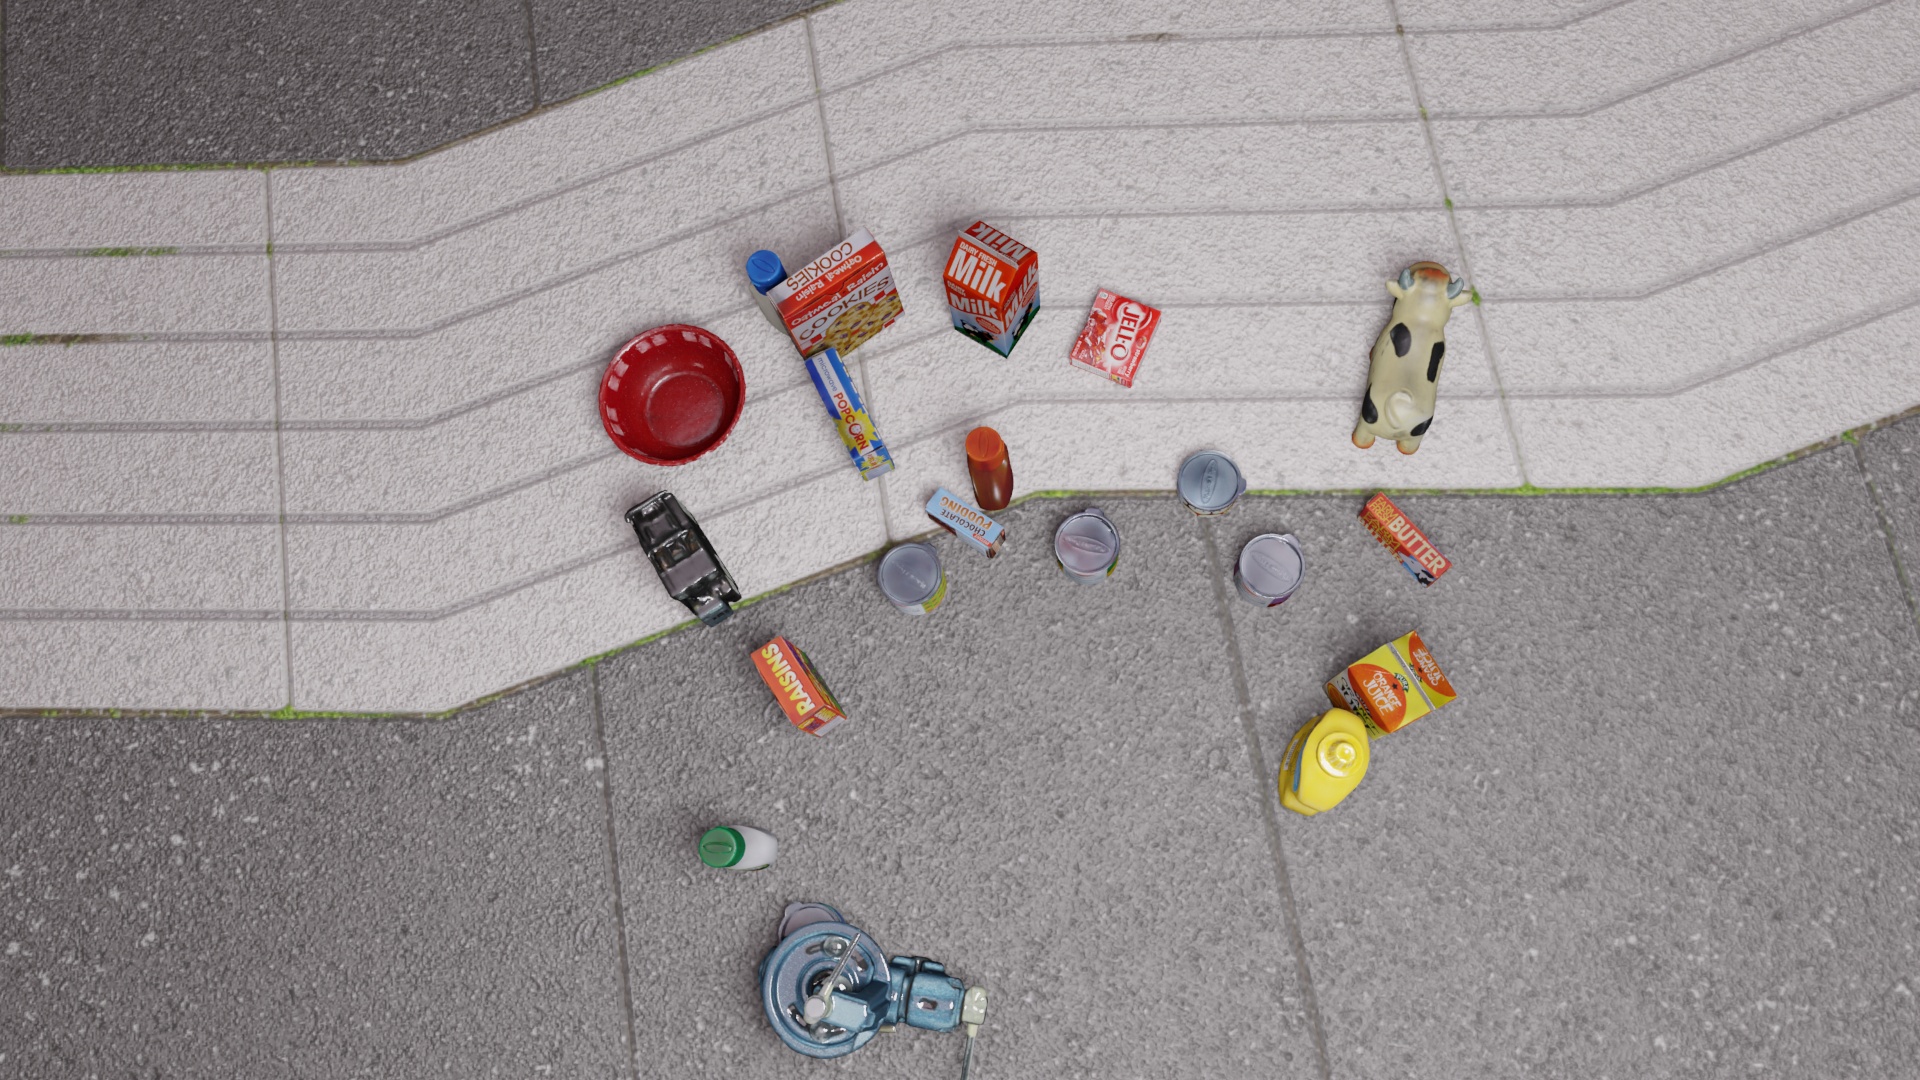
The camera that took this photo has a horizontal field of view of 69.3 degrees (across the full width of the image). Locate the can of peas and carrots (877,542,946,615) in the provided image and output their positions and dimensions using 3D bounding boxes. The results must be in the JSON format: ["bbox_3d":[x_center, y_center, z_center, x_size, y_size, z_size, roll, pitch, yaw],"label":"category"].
[{"bbox_3d":[-0.048,0.039,1.443,0.071,0.058,0.071,-1,76,5],"label":"can of peas and carrots"}]

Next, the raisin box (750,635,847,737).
[{"bbox_3d":[-0.161,0.148,1.393,0.040,0.123,0.086,-33,76,-3],"label":"raisin box"}]

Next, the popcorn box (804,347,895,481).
[{"bbox_3d":[-0.117,-0.133,1.478,0.038,0.085,0.127,-27,76,-2],"label":"popcorn box"}]

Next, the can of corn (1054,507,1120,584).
[{"bbox_3d":[0.132,0.006,1.436,0.071,0.058,0.071,-1,76,5],"label":"can of corn"}]

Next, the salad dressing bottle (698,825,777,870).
[{"bbox_3d":[-0.218,0.299,1.348,0.064,0.147,0.044,3,77,6],"label":"salad dressing bottle"}]

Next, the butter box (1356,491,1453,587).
[{"bbox_3d":[0.451,0.000,1.413,0.024,0.053,0.103,-40,76,-5],"label":"butter box"}]

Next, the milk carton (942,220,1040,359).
[{"bbox_3d":[0.034,-0.266,1.444,0.072,0.190,0.073,31,81,11],"label":"milk carton"}]

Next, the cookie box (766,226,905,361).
[{"bbox_3d":[-0.127,-0.248,1.465,0.123,0.167,0.040,-35,76,-4],"label":"cookie box"}]

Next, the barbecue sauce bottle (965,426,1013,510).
[{"bbox_3d":[0.029,-0.077,1.419,0.044,0.148,0.065,-1,77,5],"label":"barbecue sauce bottle"}]

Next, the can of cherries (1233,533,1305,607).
[{"bbox_3d":[0.316,0.030,1.415,0.071,0.058,0.071,-1,76,5],"label":"can of cherries"}]

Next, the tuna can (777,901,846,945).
[{"bbox_3d":[-0.147,0.391,1.378,0.071,0.032,0.071,-1,76,5],"label":"tuna can"}]

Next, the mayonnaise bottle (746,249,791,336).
[{"bbox_3d":[-0.194,-0.263,1.484,0.065,0.148,0.041,30,81,11],"label":"mayonnaise bottle"}]

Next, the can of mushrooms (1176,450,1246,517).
[{"bbox_3d":[0.262,-0.058,1.454,0.071,0.033,0.071,-1,76,5],"label":"can of mushrooms"}]

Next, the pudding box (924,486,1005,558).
[{"bbox_3d":[0.005,-0.018,1.458,0.084,0.049,0.030,33,82,12],"label":"pudding box"}]

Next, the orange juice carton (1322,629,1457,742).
[{"bbox_3d":[0.405,0.140,1.311,0.073,0.192,0.072,-29,76,-2],"label":"orange juice carton"}]
